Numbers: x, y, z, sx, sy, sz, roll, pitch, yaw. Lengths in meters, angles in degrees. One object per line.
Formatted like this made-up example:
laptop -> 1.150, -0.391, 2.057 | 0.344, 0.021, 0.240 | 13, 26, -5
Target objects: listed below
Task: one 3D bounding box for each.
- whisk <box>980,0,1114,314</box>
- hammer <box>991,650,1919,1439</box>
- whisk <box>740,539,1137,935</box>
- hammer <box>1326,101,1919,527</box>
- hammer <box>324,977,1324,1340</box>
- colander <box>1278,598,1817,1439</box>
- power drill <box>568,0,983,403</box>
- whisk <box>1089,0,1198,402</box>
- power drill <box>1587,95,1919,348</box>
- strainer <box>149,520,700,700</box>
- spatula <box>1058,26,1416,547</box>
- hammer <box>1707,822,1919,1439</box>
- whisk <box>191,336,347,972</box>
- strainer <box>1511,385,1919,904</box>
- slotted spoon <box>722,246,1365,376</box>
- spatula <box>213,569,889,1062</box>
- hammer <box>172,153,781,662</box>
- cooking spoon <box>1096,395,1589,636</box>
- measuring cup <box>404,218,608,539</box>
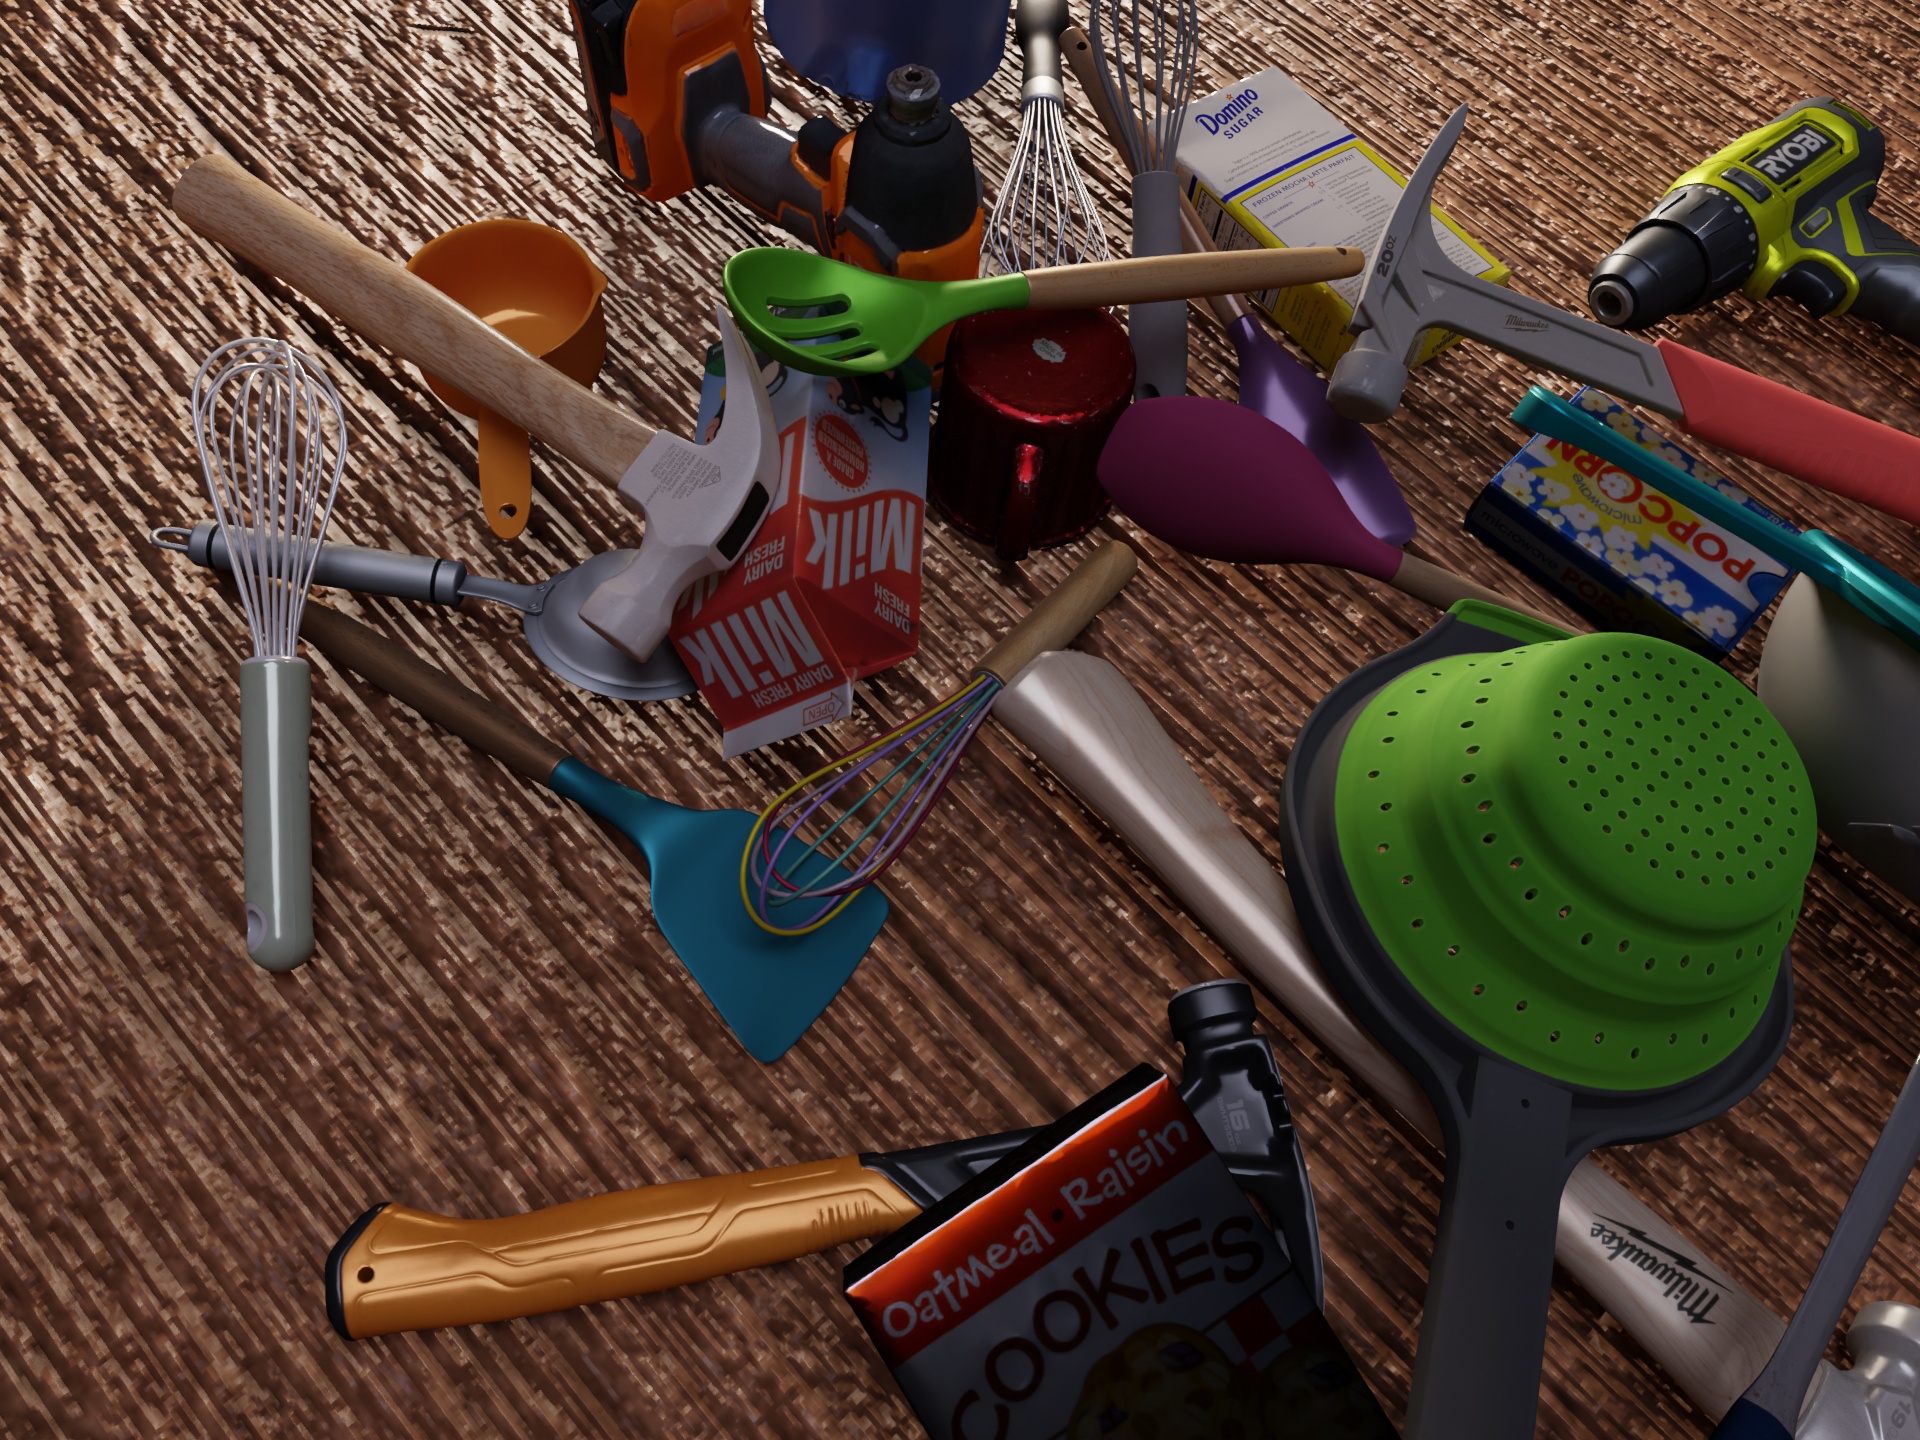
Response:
whisk -> 0.041, -0.291, 0.805 | 0.070, 0.070, 0.285 | 4, 56, -3
hammer -> 0.159, 0.131, 0.566 | 0.411, 0.038, 0.146 | 44, 59, 12
whisk -> -0.002, -0.004, 0.637 | 0.047, 0.051, 0.245 | 45, 58, 0
hammer -> 0.351, -0.142, 0.701 | 0.359, 0.036, 0.149 | 23, 81, 4
hammer -> -0.043, 0.176, 0.552 | 0.337, 0.034, 0.127 | -7, 61, -9
colander -> 0.199, 0.101, 0.516 | 0.204, 0.094, 0.397 | 22, 57, -1
power drill -> -0.077, -0.263, 0.715 | 0.084, 0.164, 0.227 | -38, 69, -22
whisk -> 0.088, -0.252, 0.749 | 0.055, 0.055, 0.239 | -1, 88, -6
power drill -> 0.440, -0.197, 0.779 | 0.190, 0.080, 0.229 | -34, 67, -21
strainer -> -0.201, -0.055, 0.648 | 0.258, 0.050, 0.087 | 9, 41, -2
spatula -> 0.121, -0.211, 0.766 | 0.060, 0.018, 0.316 | -24, 75, -7
hammer -> 0.245, 0.201, 0.482 | 0.405, 0.035, 0.144 | -46, 113, -25
whisk -> -0.260, -0.029, 0.604 | 0.059, 0.058, 0.246 | 4, 78, -45
strainer -> 0.337, -0.008, 0.614 | 0.340, 0.095, 0.211 | 28, 24, -6
slotted spoon -> 0.047, -0.178, 0.659 | 0.313, 0.031, 0.070 | -13, 59, -27
spatula -> -0.178, 0.016, 0.633 | 0.317, 0.044, 0.082 | 30, 61, 16
hammer -> -0.208, -0.157, 0.651 | 0.331, 0.031, 0.130 | 33, 81, 21
cooking spoon -> 0.207, -0.055, 0.676 | 0.319, 0.068, 0.017 | 23, 31, -6
measuring cup -> -0.197, -0.139, 0.696 | 0.095, 0.052, 0.174 | -7, 63, -7
